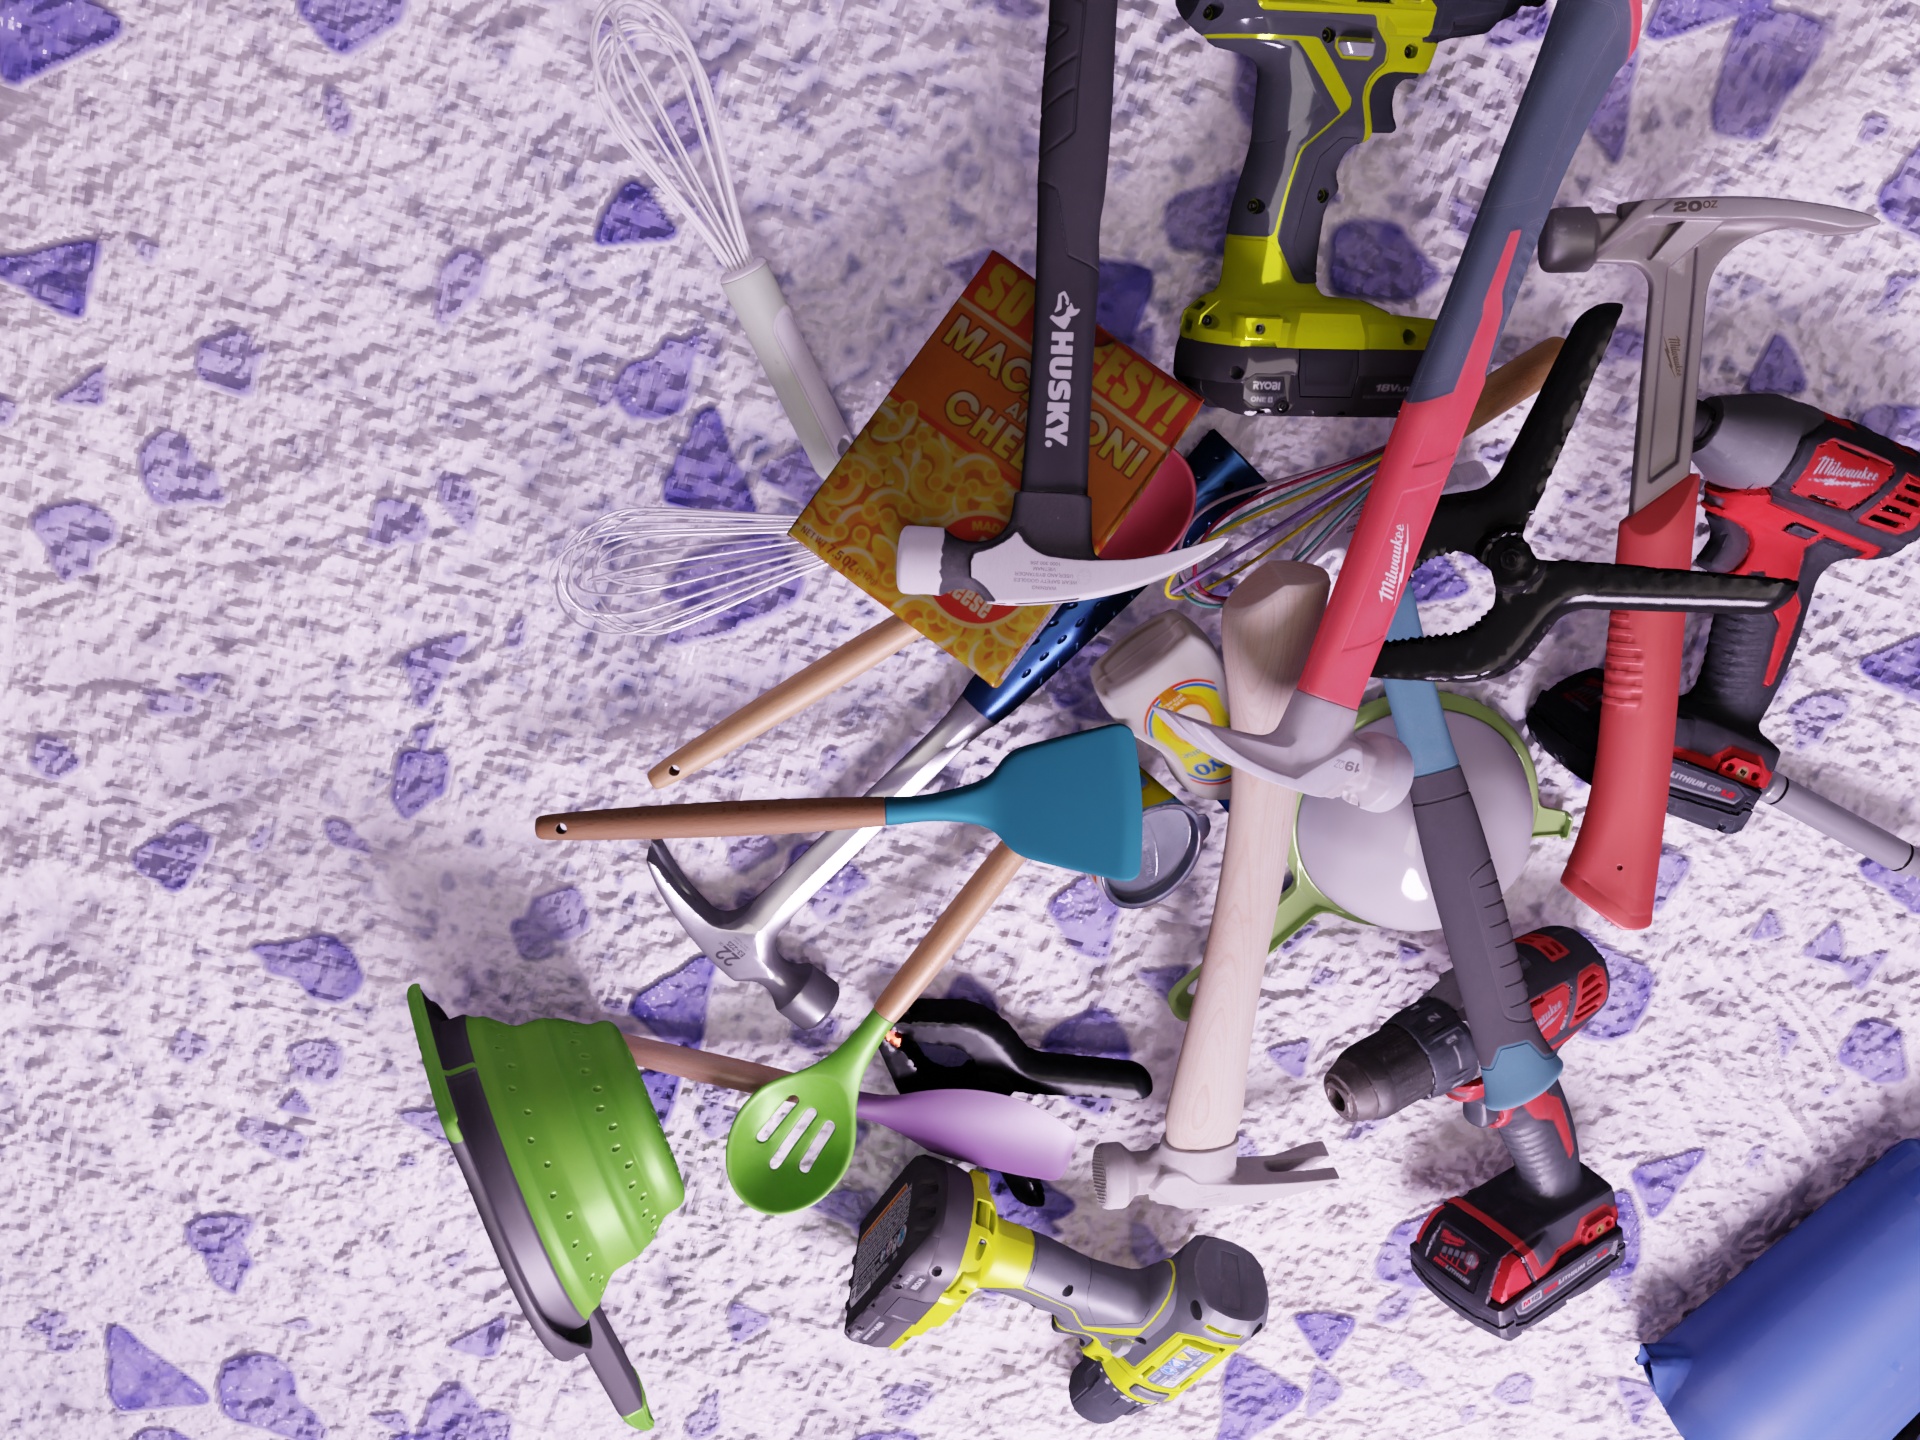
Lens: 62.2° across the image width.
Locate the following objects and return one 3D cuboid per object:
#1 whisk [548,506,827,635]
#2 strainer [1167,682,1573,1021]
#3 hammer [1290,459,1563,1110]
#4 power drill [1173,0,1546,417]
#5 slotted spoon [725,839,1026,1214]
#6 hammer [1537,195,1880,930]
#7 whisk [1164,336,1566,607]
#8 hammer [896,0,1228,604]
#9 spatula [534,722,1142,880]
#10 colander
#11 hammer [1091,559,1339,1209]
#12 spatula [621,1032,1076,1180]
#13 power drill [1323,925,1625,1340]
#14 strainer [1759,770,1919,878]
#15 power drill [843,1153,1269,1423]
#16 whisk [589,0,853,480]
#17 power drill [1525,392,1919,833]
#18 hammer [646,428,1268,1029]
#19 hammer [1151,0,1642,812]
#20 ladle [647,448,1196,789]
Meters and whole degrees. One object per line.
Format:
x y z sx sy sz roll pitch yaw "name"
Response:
-0.067 -0.092 0.812 0.284 0.070 0.070 -11 113 -5 "whisk"
0.222 0.098 0.901 0.256 0.069 0.151 -42 109 11 "strainer"
0.253 0.040 0.834 0.128 0.033 0.331 -15 90 7 "hammer"
0.184 -0.260 0.747 0.171 0.080 0.223 -1 110 -9 "power drill"
-0.026 0.148 0.901 0.070 0.031 0.314 37 94 1 "slotted spoon"
0.354 -0.073 0.791 0.149 0.037 0.359 3 99 9 "hammer"
0.207 -0.126 0.801 0.245 0.051 0.047 -31 128 -5 "whisk"
0.054 -0.218 0.714 0.146 0.035 0.335 4 91 5 "hammer"
-0.066 0.049 0.834 0.317 0.044 0.082 -3 96 -1 "spatula"
-0.202 0.292 0.920 0.094 0.205 0.396 -22 132 -15 "colander"
0.161 0.107 0.859 0.146 0.038 0.410 -2 120 -8 "hammer"
-0.087 0.217 0.934 0.316 0.018 0.059 13 120 -1 "spatula"
0.305 0.249 0.939 0.188 0.080 0.226 -22 113 -22 "power drill"
0.563 0.083 0.938 0.258 0.050 0.087 27 102 -8 "strainer"
0.049 0.363 0.984 0.228 0.080 0.190 22 131 -12 "power drill"
-0.107 -0.222 0.758 0.059 0.058 0.246 -5 123 36 "whisk"
0.403 -0.063 0.847 0.143 0.079 0.219 19 107 -12 "power drill"
-0.001 -0.003 0.861 0.144 0.035 0.405 41 104 -18 "hammer"
0.208 -0.153 0.717 0.143 0.038 0.386 16 97 -33 "hammer"
-0.024 -0.048 0.804 0.315 0.031 0.069 -31 101 6 "ladle"
